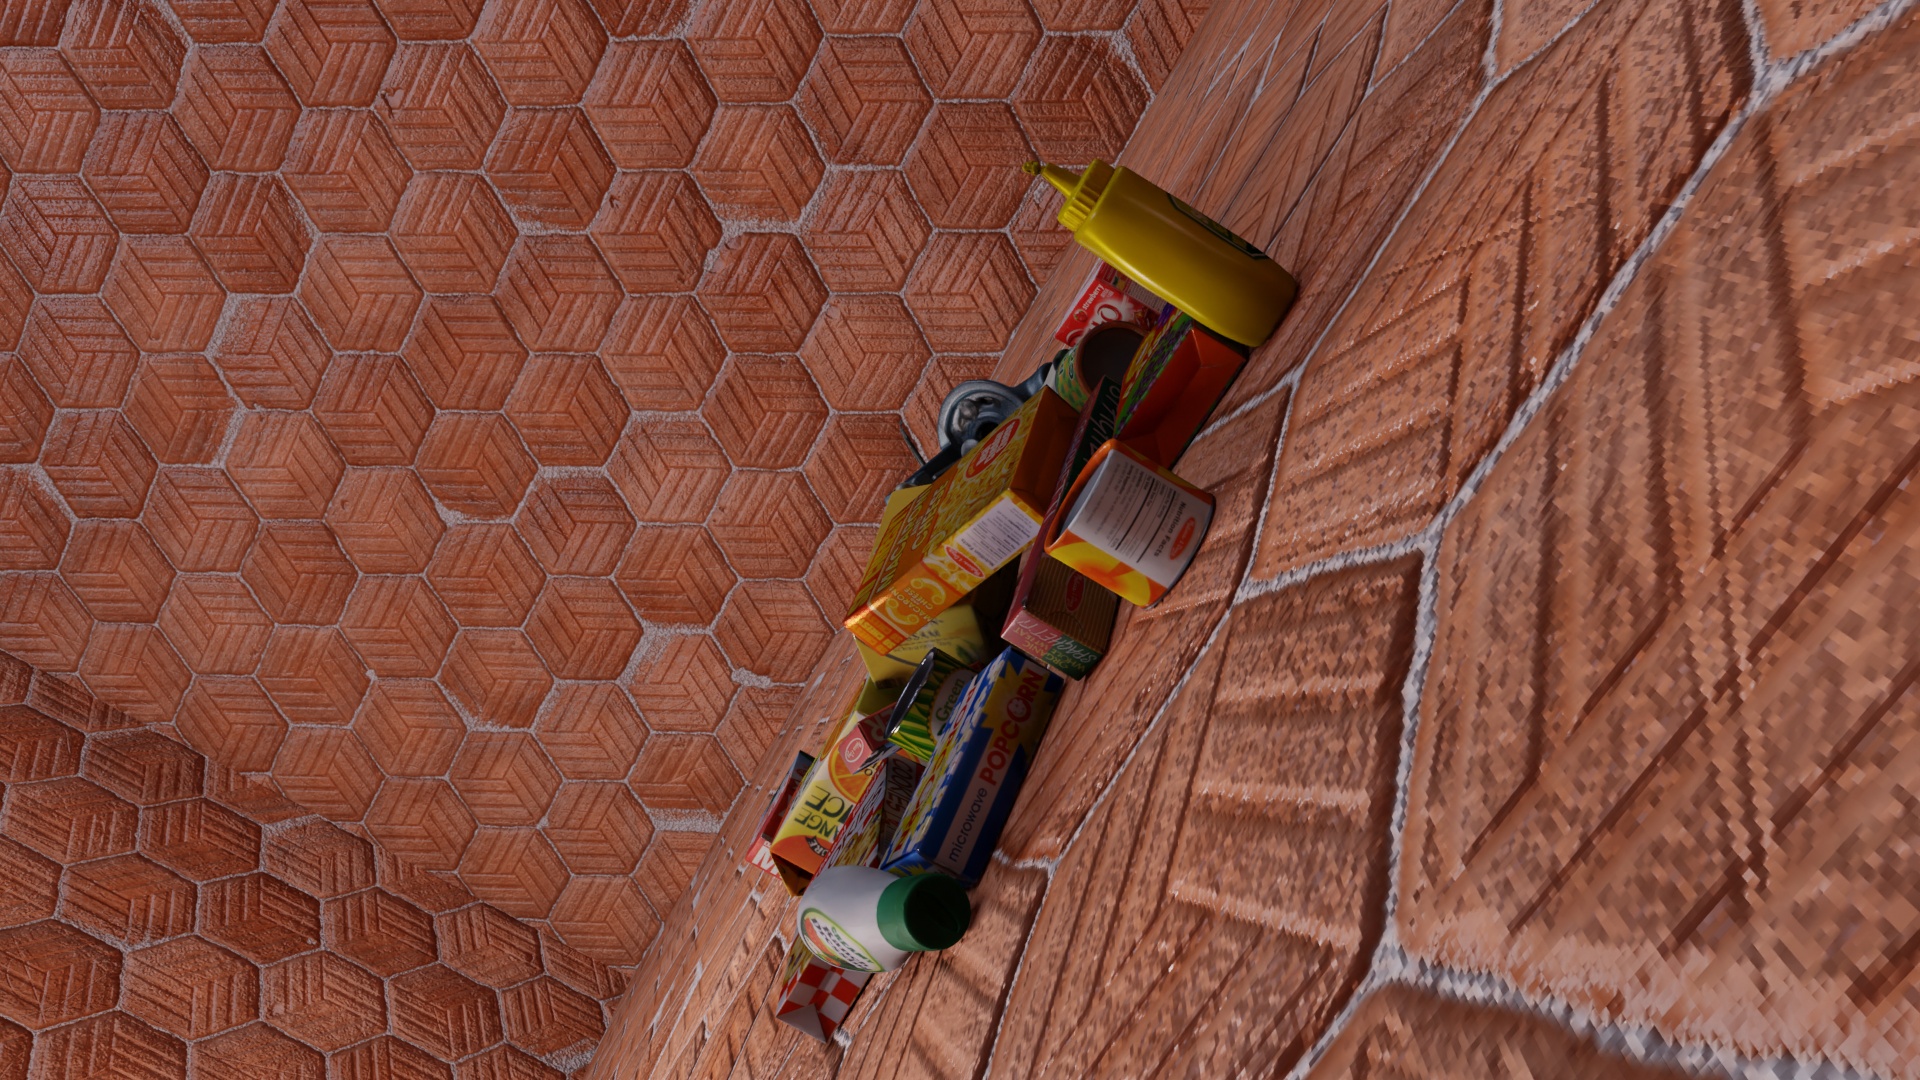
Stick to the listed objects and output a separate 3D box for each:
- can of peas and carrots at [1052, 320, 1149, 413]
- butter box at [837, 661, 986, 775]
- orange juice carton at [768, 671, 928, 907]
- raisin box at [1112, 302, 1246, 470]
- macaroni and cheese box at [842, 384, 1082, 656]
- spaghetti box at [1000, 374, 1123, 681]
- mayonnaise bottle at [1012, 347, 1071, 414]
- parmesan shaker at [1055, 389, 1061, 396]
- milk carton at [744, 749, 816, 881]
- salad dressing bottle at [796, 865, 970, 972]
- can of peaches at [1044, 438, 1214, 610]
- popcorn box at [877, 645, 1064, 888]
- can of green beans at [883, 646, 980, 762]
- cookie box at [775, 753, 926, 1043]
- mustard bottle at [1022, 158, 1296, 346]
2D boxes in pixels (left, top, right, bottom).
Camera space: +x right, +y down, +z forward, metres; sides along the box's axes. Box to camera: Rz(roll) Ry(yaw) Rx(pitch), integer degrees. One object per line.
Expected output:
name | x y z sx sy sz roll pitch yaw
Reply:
can of peas and carrots | 0.104 -0.119 0.985 0.071 0.071 0.058 -61 6 -12
butter box | -0.029 0.118 0.932 0.104 0.024 0.053 -24 -15 -29
orange juice carton | -0.082 0.191 1.042 0.191 0.073 0.072 -58 6 26
raisin box | 0.131 -0.104 0.832 0.085 0.040 0.124 -58 5 27
macaroni and cheese box | 0.003 -0.011 0.900 0.165 0.040 0.124 -39 18 35
spaghetti box | 0.077 -0.017 0.807 0.028 0.050 0.251 -55 7 38
mayonnaise bottle | 0.096 -0.125 1.159 0.148 0.065 0.041 -55 9 10
parmesan shaker | 0.072 -0.071 1.056 0.071 0.071 0.103 -62 5 -15
milk carton | -0.133 0.248 1.202 0.073 0.072 0.190 -60 4 2
salad dressing bottle | -0.041 0.197 0.728 0.044 0.064 0.147 -48 7 -29
can of peaches | 0.081 -0.008 0.681 0.071 0.058 0.071 -59 6 10
popcorn box | 0.005 0.130 0.761 0.127 0.038 0.085 -63 5 -27
can of green beans | -0.007 0.109 0.873 0.071 0.058 0.071 -59 5 9
cookie box | -0.063 0.222 0.892 0.122 0.040 0.168 -59 7 10
mustard bottle | 0.104 -0.164 0.750 0.048 0.160 0.065 -57 7 20
